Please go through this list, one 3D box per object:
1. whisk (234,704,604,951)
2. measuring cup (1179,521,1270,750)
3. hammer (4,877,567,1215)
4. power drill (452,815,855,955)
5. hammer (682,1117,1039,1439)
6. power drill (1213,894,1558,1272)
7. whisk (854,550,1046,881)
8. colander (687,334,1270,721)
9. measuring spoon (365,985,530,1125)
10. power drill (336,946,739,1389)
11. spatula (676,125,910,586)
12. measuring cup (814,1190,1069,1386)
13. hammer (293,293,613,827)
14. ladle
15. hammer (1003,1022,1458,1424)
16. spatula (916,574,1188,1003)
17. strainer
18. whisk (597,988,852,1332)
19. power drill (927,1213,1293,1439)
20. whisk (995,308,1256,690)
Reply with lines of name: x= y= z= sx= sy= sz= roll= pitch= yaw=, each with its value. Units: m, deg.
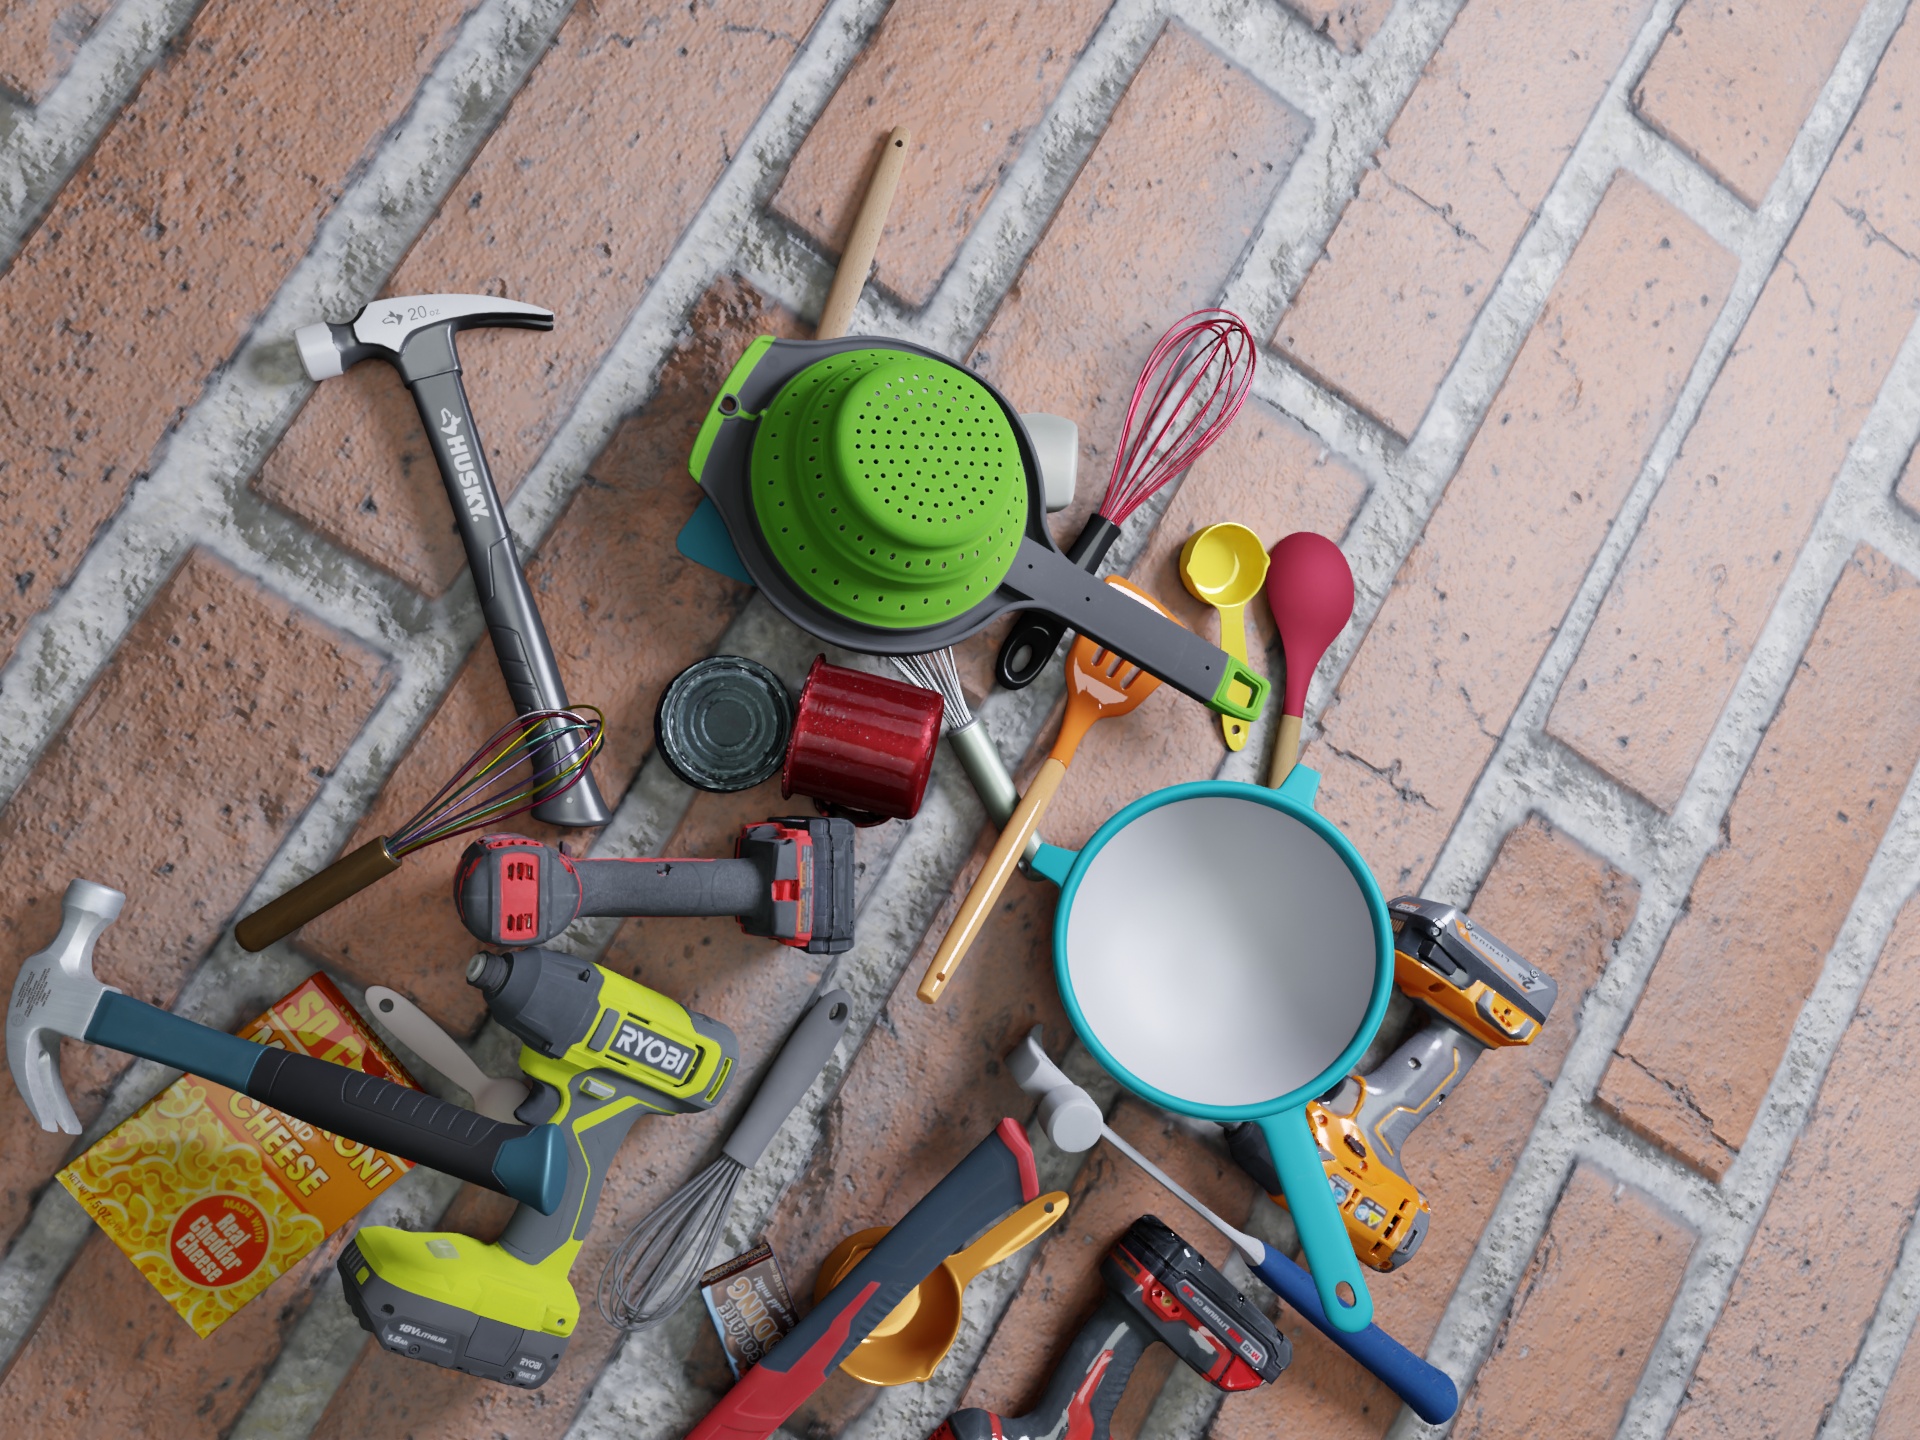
whisk: x=-0.310 y=0.062 z=0.919 sx=0.245 sy=0.051 sz=0.047 roll=-31 pitch=74 yaw=0
measuring cup: x=0.180 y=-0.057 z=1.087 sx=0.062 sy=0.029 sz=0.156 roll=-8 pitch=101 yaw=-16
hammer: x=-0.359 y=0.190 z=0.847 sx=0.331 sy=0.033 sz=0.128 roll=16 pitch=74 yaw=11
power drill: x=-0.181 y=0.095 z=0.924 sx=0.219 sy=0.143 sz=0.078 roll=1 pitch=87 yaw=-22
hammer: x=-0.108 y=0.367 z=0.925 sx=0.143 sy=0.038 sz=0.386 roll=43 pitch=93 yaw=-8
power drill: x=0.279 y=0.233 z=1.067 sx=0.164 sy=0.084 sz=0.226 roll=35 pitch=83 yaw=-10
whisk: x=-0.002 y=-0.003 z=1.020 sx=0.059 sy=0.058 sz=0.246 roll=-32 pitch=100 yaw=-22
colander: x=0.038 y=-0.108 z=0.956 sx=0.397 sy=0.094 sz=0.204 roll=28 pitch=72 yaw=-13
measuring spoon: x=-0.304 y=0.201 z=0.941 sx=0.124 sy=0.018 sz=0.034 roll=44 pitch=78 yaw=-8
power drill: x=-0.247 y=0.246 z=0.905 sx=0.171 sy=0.080 sz=0.223 roll=34 pitch=78 yaw=-34
spatula: x=-0.090 y=-0.240 z=1.020 sx=0.082 sy=0.044 sz=0.317 roll=21 pitch=77 yaw=-13
measuring cup: x=-0.012 y=0.340 z=0.997 sx=0.173 sy=0.052 sz=0.095 roll=-28 pitch=95 yaw=-17
hammer: x=-0.273 y=-0.093 z=0.956 sx=0.146 sy=0.035 sz=0.335 roll=-18 pitch=92 yaw=-15
ladle: x=0.220 y=0.023 z=1.089 sx=0.069 sy=0.031 sz=0.315 roll=12 pitch=86 yaw=-14
hammer: x=0.180 y=0.333 z=1.027 sx=0.405 sy=0.144 sz=0.035 roll=42 pitch=89 yaw=-19
spatula: x=0.054 y=0.043 z=1.005 sx=0.081 sy=0.041 sz=0.323 roll=38 pitch=57 yaw=-10
strainer: x=0.182 y=0.209 z=1.007 sx=0.211 sy=0.095 sz=0.340 roll=-17 pitch=76 yaw=-3
whisk: x=-0.139 y=0.265 z=0.971 sx=0.055 sy=0.055 sz=0.239 roll=37 pitch=74 yaw=-11
power drill: x=0.107 y=0.455 z=1.011 sx=0.188 sy=0.080 sz=0.227 roll=45 pitch=80 yaw=-9
whisk: x=0.107 y=-0.146 z=1.052 sx=0.073 sy=0.073 sz=0.296 roll=33 pitch=86 yaw=-11
